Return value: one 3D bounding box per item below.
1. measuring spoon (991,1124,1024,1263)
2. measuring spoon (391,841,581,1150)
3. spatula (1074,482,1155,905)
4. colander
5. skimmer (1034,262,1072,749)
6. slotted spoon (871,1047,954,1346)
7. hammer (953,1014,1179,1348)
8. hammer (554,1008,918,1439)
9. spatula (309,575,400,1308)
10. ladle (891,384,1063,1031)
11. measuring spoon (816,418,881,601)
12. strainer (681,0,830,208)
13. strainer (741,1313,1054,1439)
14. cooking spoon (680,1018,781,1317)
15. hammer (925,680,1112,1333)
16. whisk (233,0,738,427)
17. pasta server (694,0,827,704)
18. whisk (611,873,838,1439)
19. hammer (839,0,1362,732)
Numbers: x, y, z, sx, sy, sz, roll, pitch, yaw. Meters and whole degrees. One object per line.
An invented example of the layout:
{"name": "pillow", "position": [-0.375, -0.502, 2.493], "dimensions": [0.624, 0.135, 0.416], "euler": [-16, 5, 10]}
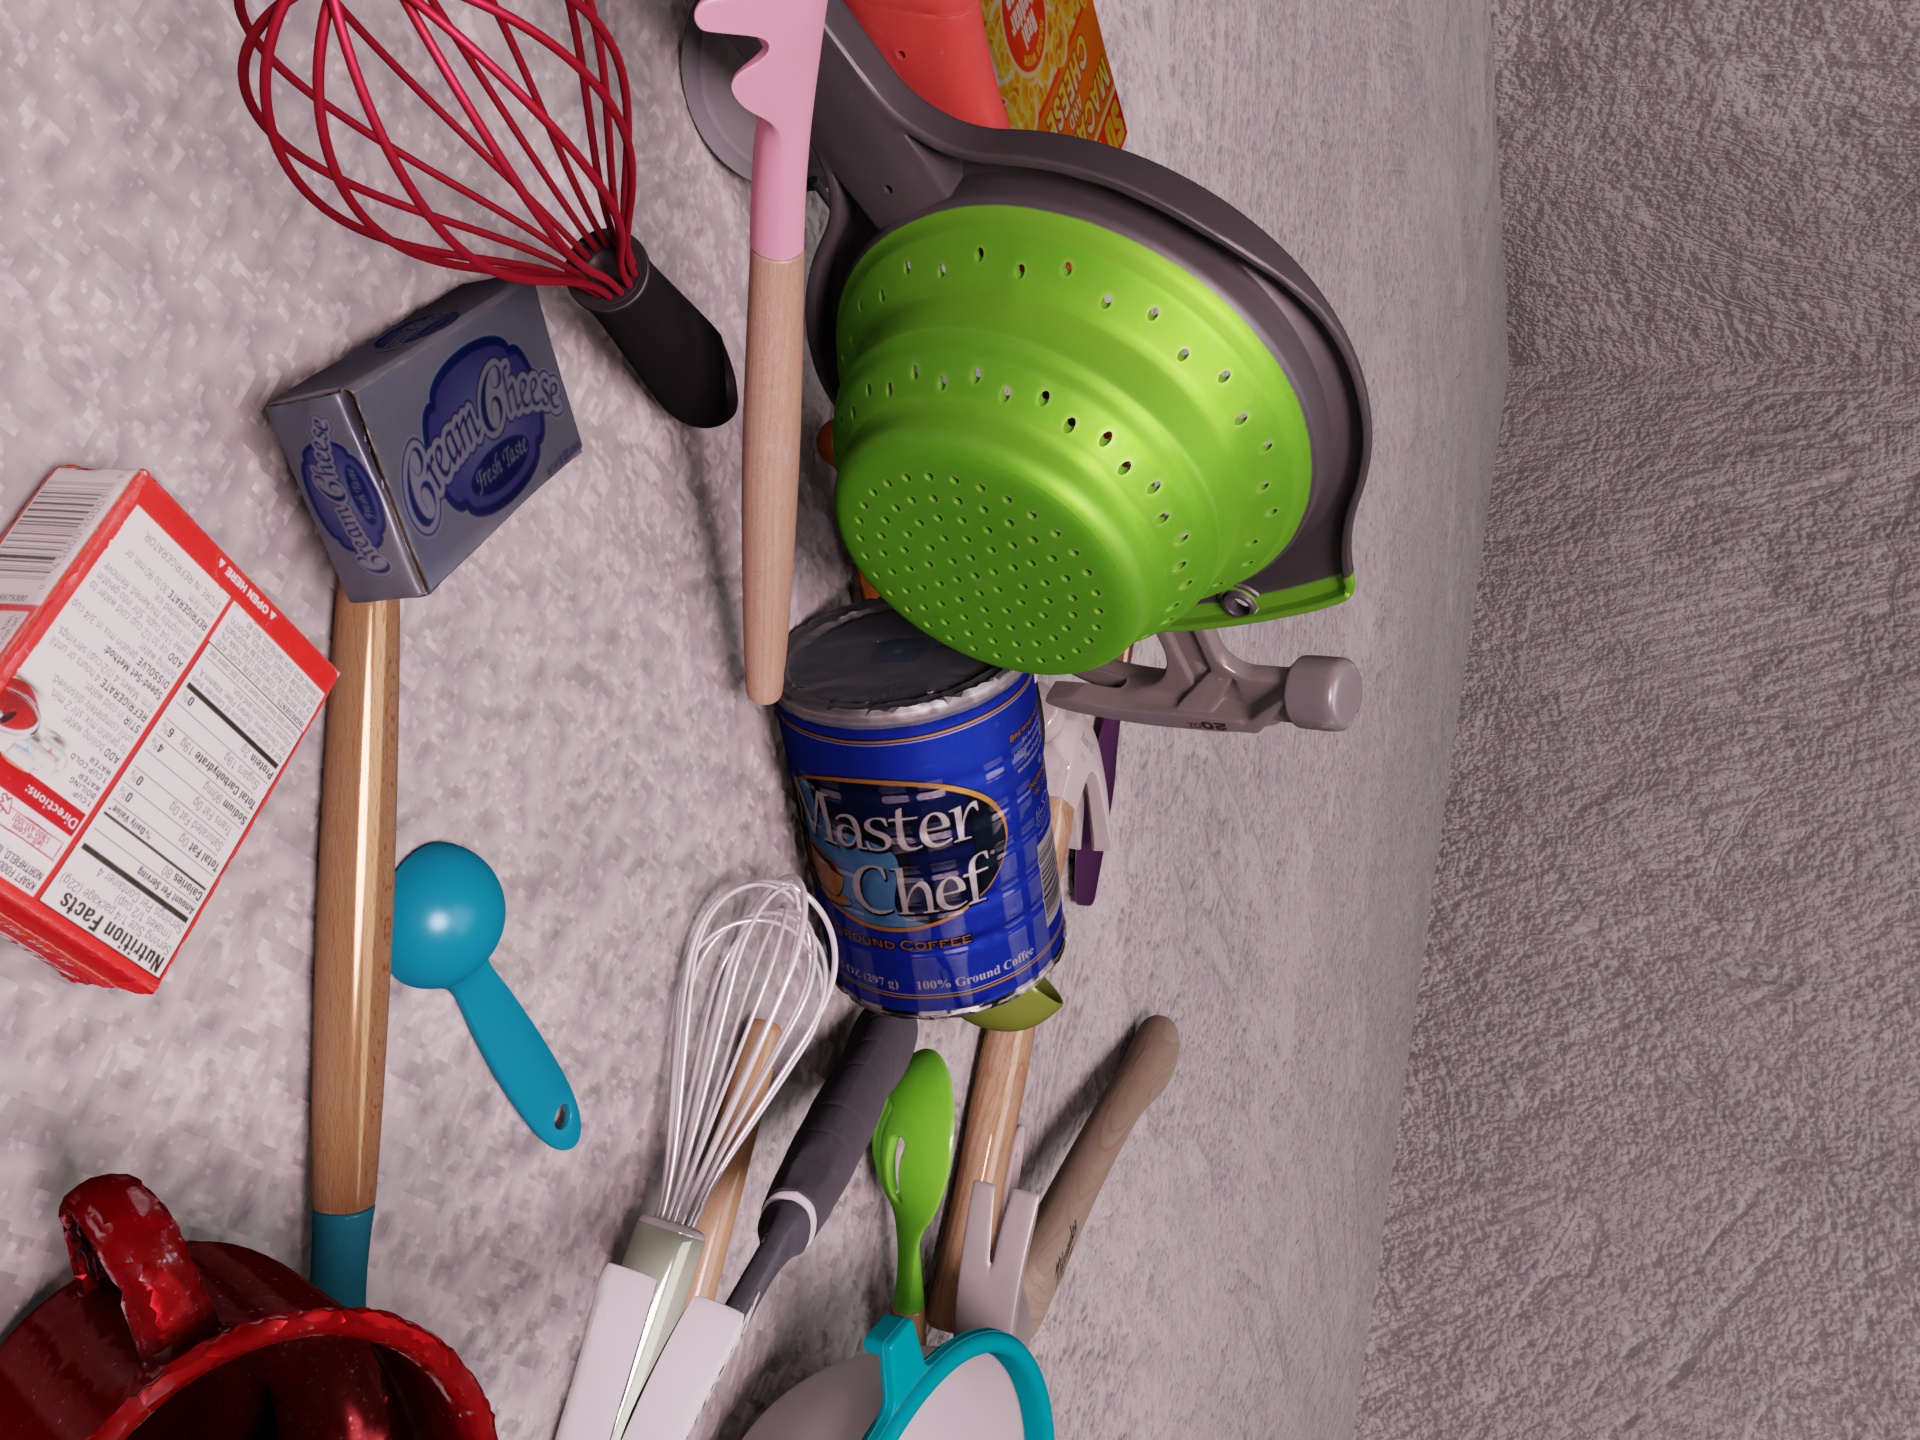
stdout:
{"name": "measuring spoon", "position": [0.017, 0.278, 0.874], "dimensions": [0.034, 0.018, 0.124], "euler": [75, 24, -44]}
{"name": "measuring spoon", "position": [-0.133, 0.089, 0.477], "dimensions": [0.042, 0.021, 0.128], "euler": [-61, 146, -43]}
{"name": "spatula", "position": [0.097, -0.043, 0.984], "dimensions": [0.059, 0.018, 0.316], "euler": [24, 73, -67]}
{"name": "colander", "position": [-0.024, -0.135, 0.493], "dimensions": [0.396, 0.204, 0.094], "euler": [47, 56, -29]}
{"name": "skimmer", "position": [0.005, -0.082, 0.742], "dimensions": [0.127, 0.090, 0.363], "euler": [-67, 163, -65]}
{"name": "slotted spoon", "position": [-0.024, 0.298, 0.751], "dimensions": [0.031, 0.070, 0.313], "euler": [-7, 111, -21]}
{"name": "hammer", "position": [0.075, 0.249, 0.918], "dimensions": [0.410, 0.038, 0.146], "euler": [-31, 127, -69]}
{"name": "hammer", "position": [-0.059, 0.163, 0.508], "dimensions": [0.409, 0.036, 0.149], "euler": [-46, 155, -79]}
{"name": "spatula", "position": [-0.152, 0.102, 0.410], "dimensions": [0.082, 0.044, 0.317], "euler": [1, 92, -39]}
{"name": "ladle", "position": [-0.001, -0.002, 0.724], "dimensions": [0.078, 0.062, 0.320], "euler": [-136, -144, -67]}
{"name": "measuring spoon", "position": [-0.045, -0.075, 0.668], "dimensions": [0.021, 0.011, 0.116], "euler": [-65, 153, -45]}
{"name": "strainer", "position": [-0.073, -0.273, 0.502], "dimensions": [0.258, 0.087, 0.050], "euler": [66, -6, -31]}
{"name": "strainer", "position": [-0.024, 0.368, 0.681], "dimensions": [0.340, 0.095, 0.211], "euler": [51, 51, -54]}
{"name": "cooking spoon", "position": [-0.112, 0.263, 0.566], "dimensions": [0.068, 0.017, 0.319], "euler": [48, 51, -58]}
{"name": "hammer", "position": [0.030, 0.154, 0.853], "dimensions": [0.130, 0.031, 0.331], "euler": [41, 57, -61]}
{"name": "whisk", "position": [-0.097, -0.122, 0.409], "dimensions": [0.296, 0.073, 0.073], "euler": [42, 55, -84]}
{"name": "pasta server", "position": [-0.062, -0.114, 0.461], "dimensions": [0.316, 0.040, 0.060], "euler": [99, -7, -48]}
{"name": "whisk", "position": [-0.098, 0.169, 0.553], "dimensions": [0.057, 0.059, 0.246], "euler": [27, 69, -25]}
{"name": "hammer", "position": [0.036, -0.121, 0.599], "dimensions": [0.037, 0.149, 0.358], "euler": [-59, 137, -28]}
